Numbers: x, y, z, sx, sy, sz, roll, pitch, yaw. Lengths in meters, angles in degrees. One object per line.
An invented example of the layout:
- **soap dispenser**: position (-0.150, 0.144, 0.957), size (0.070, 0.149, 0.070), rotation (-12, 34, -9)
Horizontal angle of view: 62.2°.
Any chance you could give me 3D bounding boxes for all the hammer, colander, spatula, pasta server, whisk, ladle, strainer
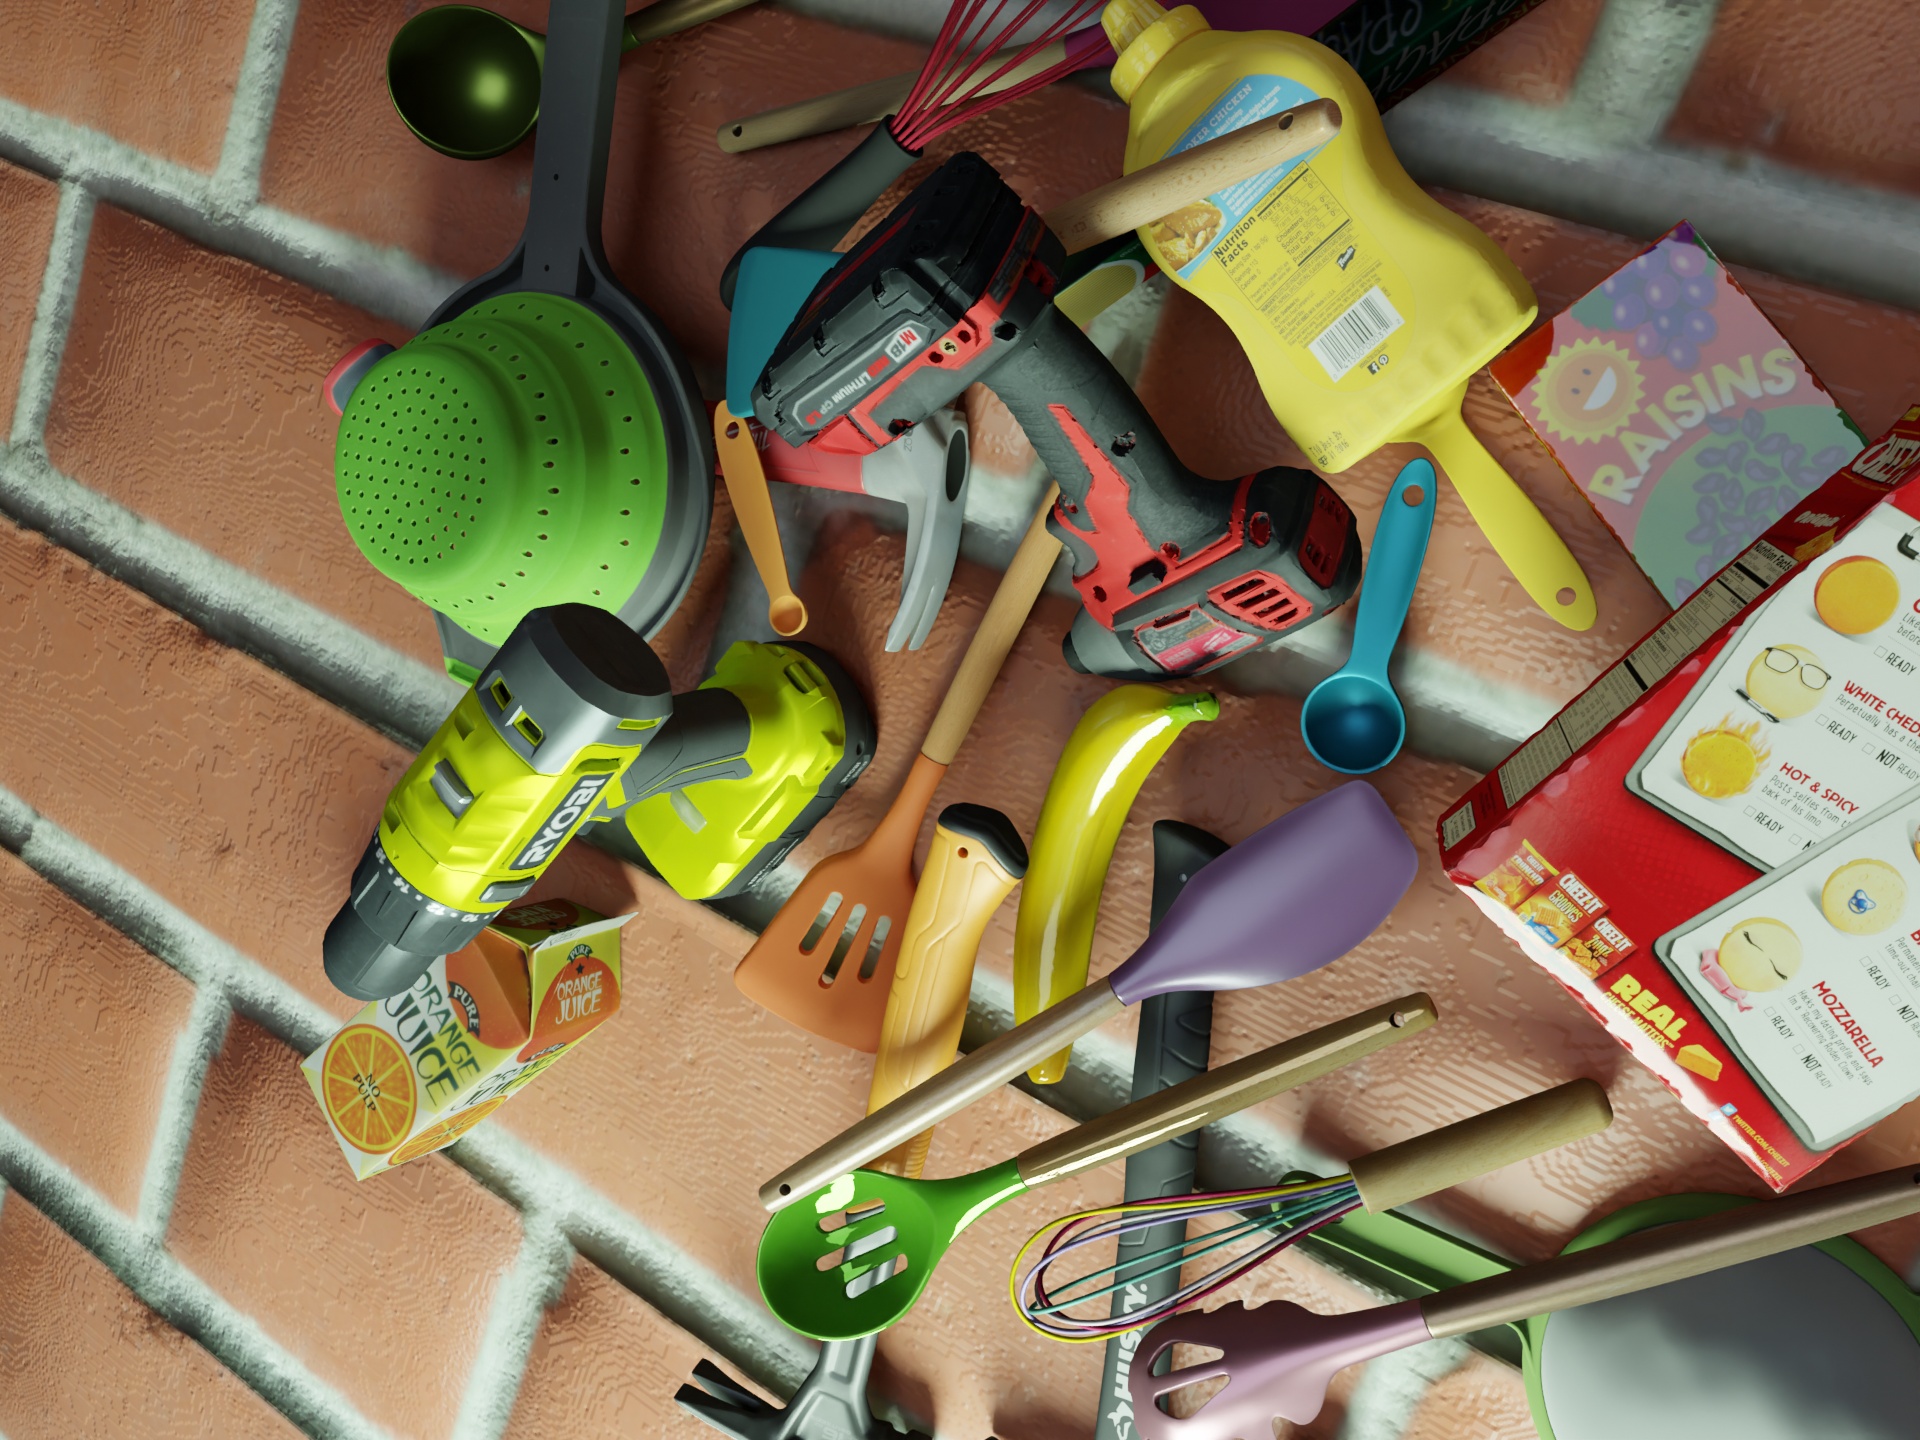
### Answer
- **hammer**: position (-0.038, 0.194, 0.721), size (0.127, 0.034, 0.336), rotation (18, 105, 13)
- **colander**: position (-0.213, -0.198, 0.742), size (0.204, 0.094, 0.397), rotation (14, 101, 26)
- **spatula**: position (0.011, -0.186, 0.628), size (0.317, 0.044, 0.082), rotation (-6, 76, 50)
- **spatula**: position (-0.001, -0.002, 0.718), size (0.081, 0.041, 0.322), rotation (26, 103, -1)
- **pasta server**: position (0.199, 0.212, 0.582), size (0.316, 0.040, 0.060), rotation (-24, 54, 19)
- **whisk**: position (-0.012, -0.267, 0.690), size (0.296, 0.073, 0.073), rotation (-32, 78, 36)
- **whisk**: position (0.133, 0.187, 0.621), size (0.245, 0.051, 0.047), rotation (-22, 66, 6)
- **hammer**: position (0.079, 0.210, 0.685), size (0.146, 0.035, 0.335), rotation (7, 93, 33)
- **ladle**: position (-0.141, -0.346, 0.769), size (0.320, 0.062, 0.078), rotation (-10, 93, 24)
- **hammer**: position (-0.174, -0.133, 0.802), size (0.386, 0.038, 0.143), rotation (11, 99, 26)
- **strainer**: position (0.232, 0.237, 0.593), size (0.256, 0.069, 0.151), rotation (20, 101, 23)
- **spatula**: position (0.045, 0.127, 0.659), size (0.316, 0.018, 0.060), rotation (-33, 82, 12)

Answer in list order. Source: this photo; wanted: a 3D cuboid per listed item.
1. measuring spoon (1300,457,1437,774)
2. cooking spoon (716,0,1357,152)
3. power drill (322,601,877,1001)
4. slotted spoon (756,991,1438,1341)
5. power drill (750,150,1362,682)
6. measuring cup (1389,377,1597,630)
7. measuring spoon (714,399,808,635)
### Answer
- **measuring spoon**: position (0.170, -0.041, 0.637), size (0.042, 0.021, 0.128), rotation (18, 104, 23)
- **cooking spoon**: position (0.026, -0.291, 0.706), size (0.319, 0.017, 0.068), rotation (-3, 100, 27)
- **power drill**: position (-0.153, 0.037, 0.690), size (0.080, 0.228, 0.190), rotation (48, 111, 17)
- **slotted spoon**: position (0.050, 0.180, 0.658), size (0.314, 0.031, 0.070), rotation (-28, 74, 18)
- **power drill**: position (0.036, -0.097, 0.621), size (0.219, 0.079, 0.143), rotation (38, 143, -21)
- **measuring cup**: position (0.197, -0.100, 0.620), size (0.062, 0.029, 0.157), rotation (-38, 74, 23)
- **measuring spoon**: position (-0.092, -0.095, 0.739), size (0.021, 0.011, 0.117), rotation (-21, 81, 25)
